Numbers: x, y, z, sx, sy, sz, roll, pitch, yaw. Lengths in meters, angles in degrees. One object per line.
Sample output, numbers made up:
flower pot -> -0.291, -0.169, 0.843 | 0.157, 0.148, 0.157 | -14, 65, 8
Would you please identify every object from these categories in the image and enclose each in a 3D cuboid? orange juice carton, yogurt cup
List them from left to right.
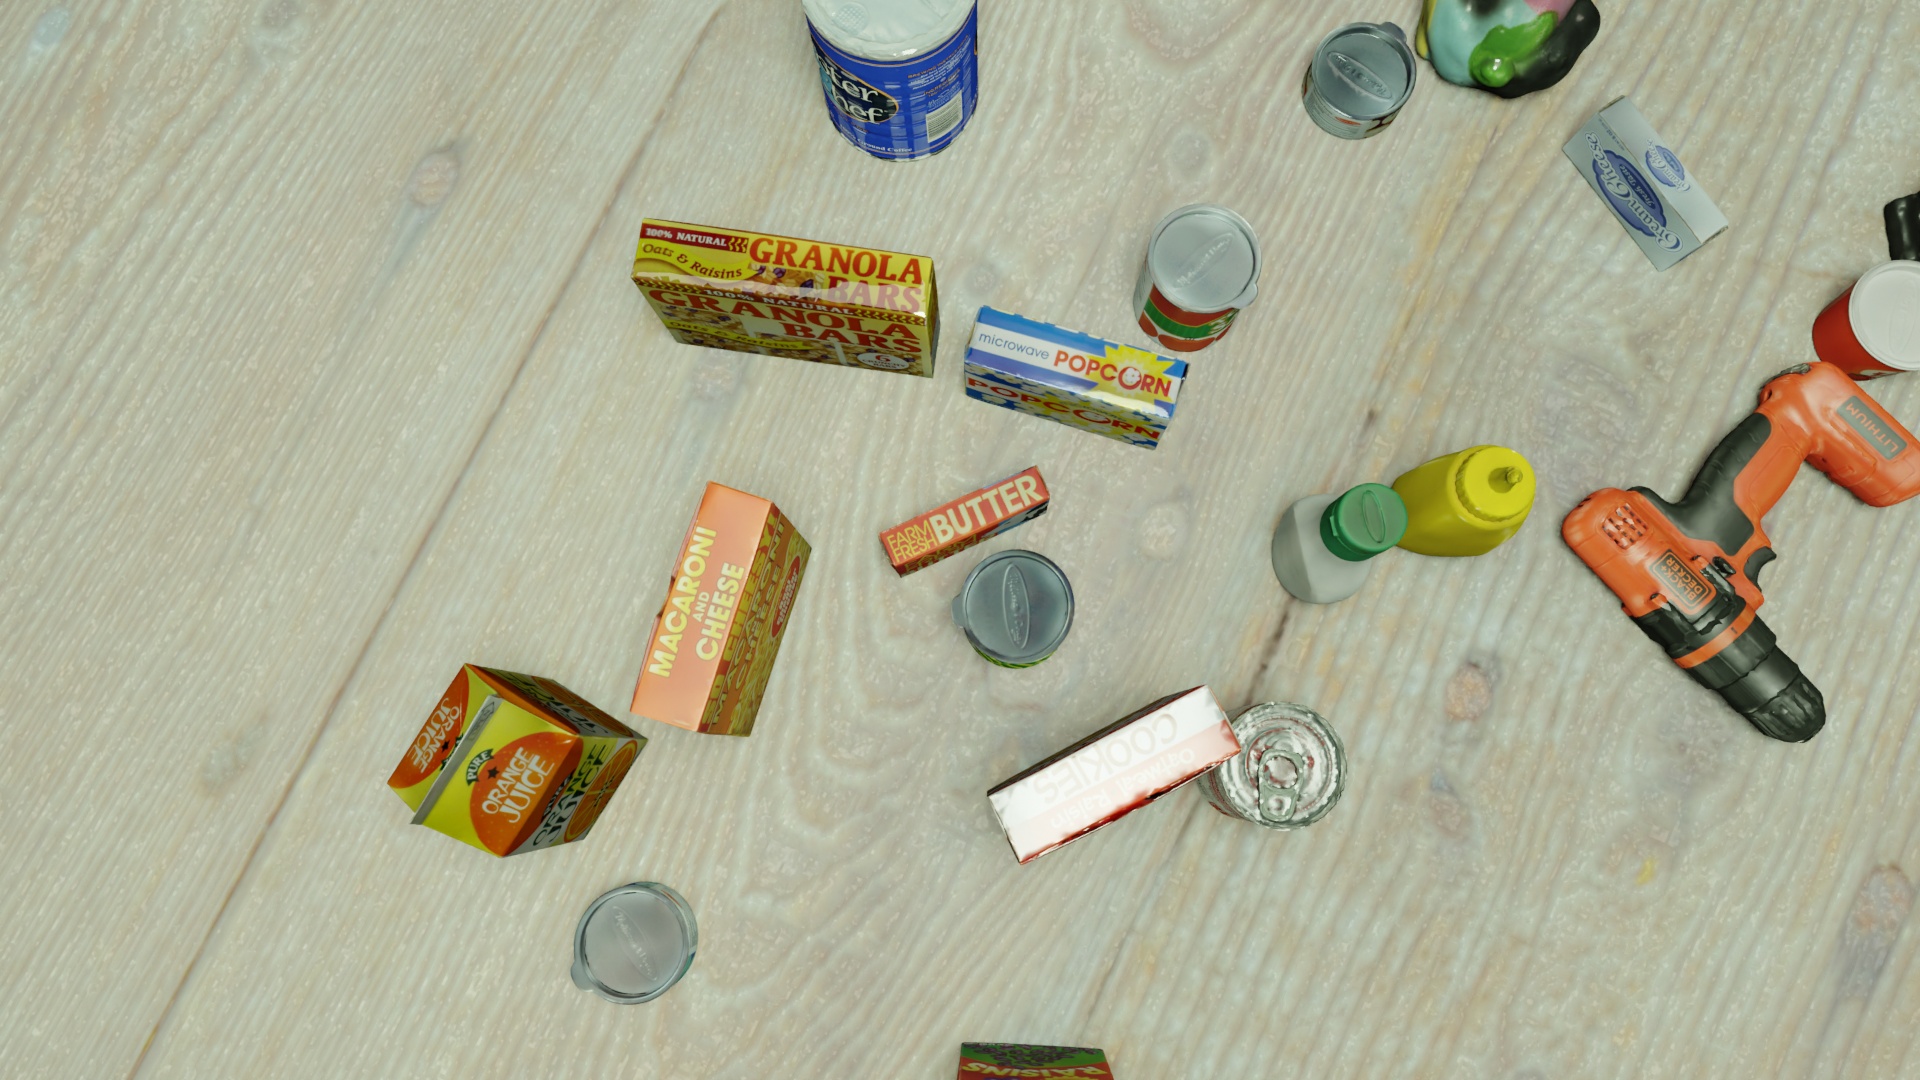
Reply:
orange juice carton -> -0.238, 0.117, 0.744 | 0.073, 0.192, 0.072 | 31, 83, 5
yogurt cup -> 0.561, -0.130, 0.846 | 0.072, 0.054, 0.072 | 0, 81, 1

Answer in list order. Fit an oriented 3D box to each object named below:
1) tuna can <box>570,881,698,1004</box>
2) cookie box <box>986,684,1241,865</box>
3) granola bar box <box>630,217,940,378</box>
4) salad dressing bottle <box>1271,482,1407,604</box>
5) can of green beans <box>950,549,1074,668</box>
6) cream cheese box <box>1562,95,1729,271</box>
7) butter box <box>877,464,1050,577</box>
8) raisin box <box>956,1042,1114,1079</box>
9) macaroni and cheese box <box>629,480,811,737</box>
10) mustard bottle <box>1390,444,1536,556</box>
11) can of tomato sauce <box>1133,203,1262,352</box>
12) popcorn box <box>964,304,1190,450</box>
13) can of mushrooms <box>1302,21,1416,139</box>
tuna can -> -0.189, 0.234, 0.804 | 0.071, 0.033, 0.071 | 0, 81, 1
cookie box -> 0.077, 0.126, 0.751 | 0.123, 0.167, 0.040 | -27, 82, -3
granola bar box -> -0.096, -0.141, 0.820 | 0.166, 0.124, 0.039 | 8, 81, 2
salad dressing bottle -> 0.212, 0.000, 0.781 | 0.044, 0.147, 0.064 | -10, 81, -1
can of green beans -> 0.033, 0.042, 0.821 | 0.071, 0.057, 0.071 | 0, 81, 1
cream cheese box -> 0.424, -0.221, 0.863 | 0.024, 0.053, 0.104 | -34, 82, -4
butter box -> 0.003, -0.010, 0.833 | 0.103, 0.053, 0.024 | -24, 81, -3
raisin box -> 0.039, 0.303, 0.744 | 0.086, 0.123, 0.040 | 3, 81, 1
macaroni and cheese box -> -0.128, 0.044, 0.768 | 0.040, 0.166, 0.124 | 16, 82, 3
mustard bottle -> 0.286, -0.024, 0.777 | 0.065, 0.160, 0.049 | 9, 81, 2
can of tomato sauce -> 0.143, -0.156, 0.840 | 0.071, 0.083, 0.071 | 0, 81, 1
popcorn box -> 0.066, -0.096, 0.830 | 0.127, 0.085, 0.038 | 16, 82, 3
can of mushrooms -> 0.255, -0.295, 0.887 | 0.071, 0.033, 0.071 | 0, 81, 1
